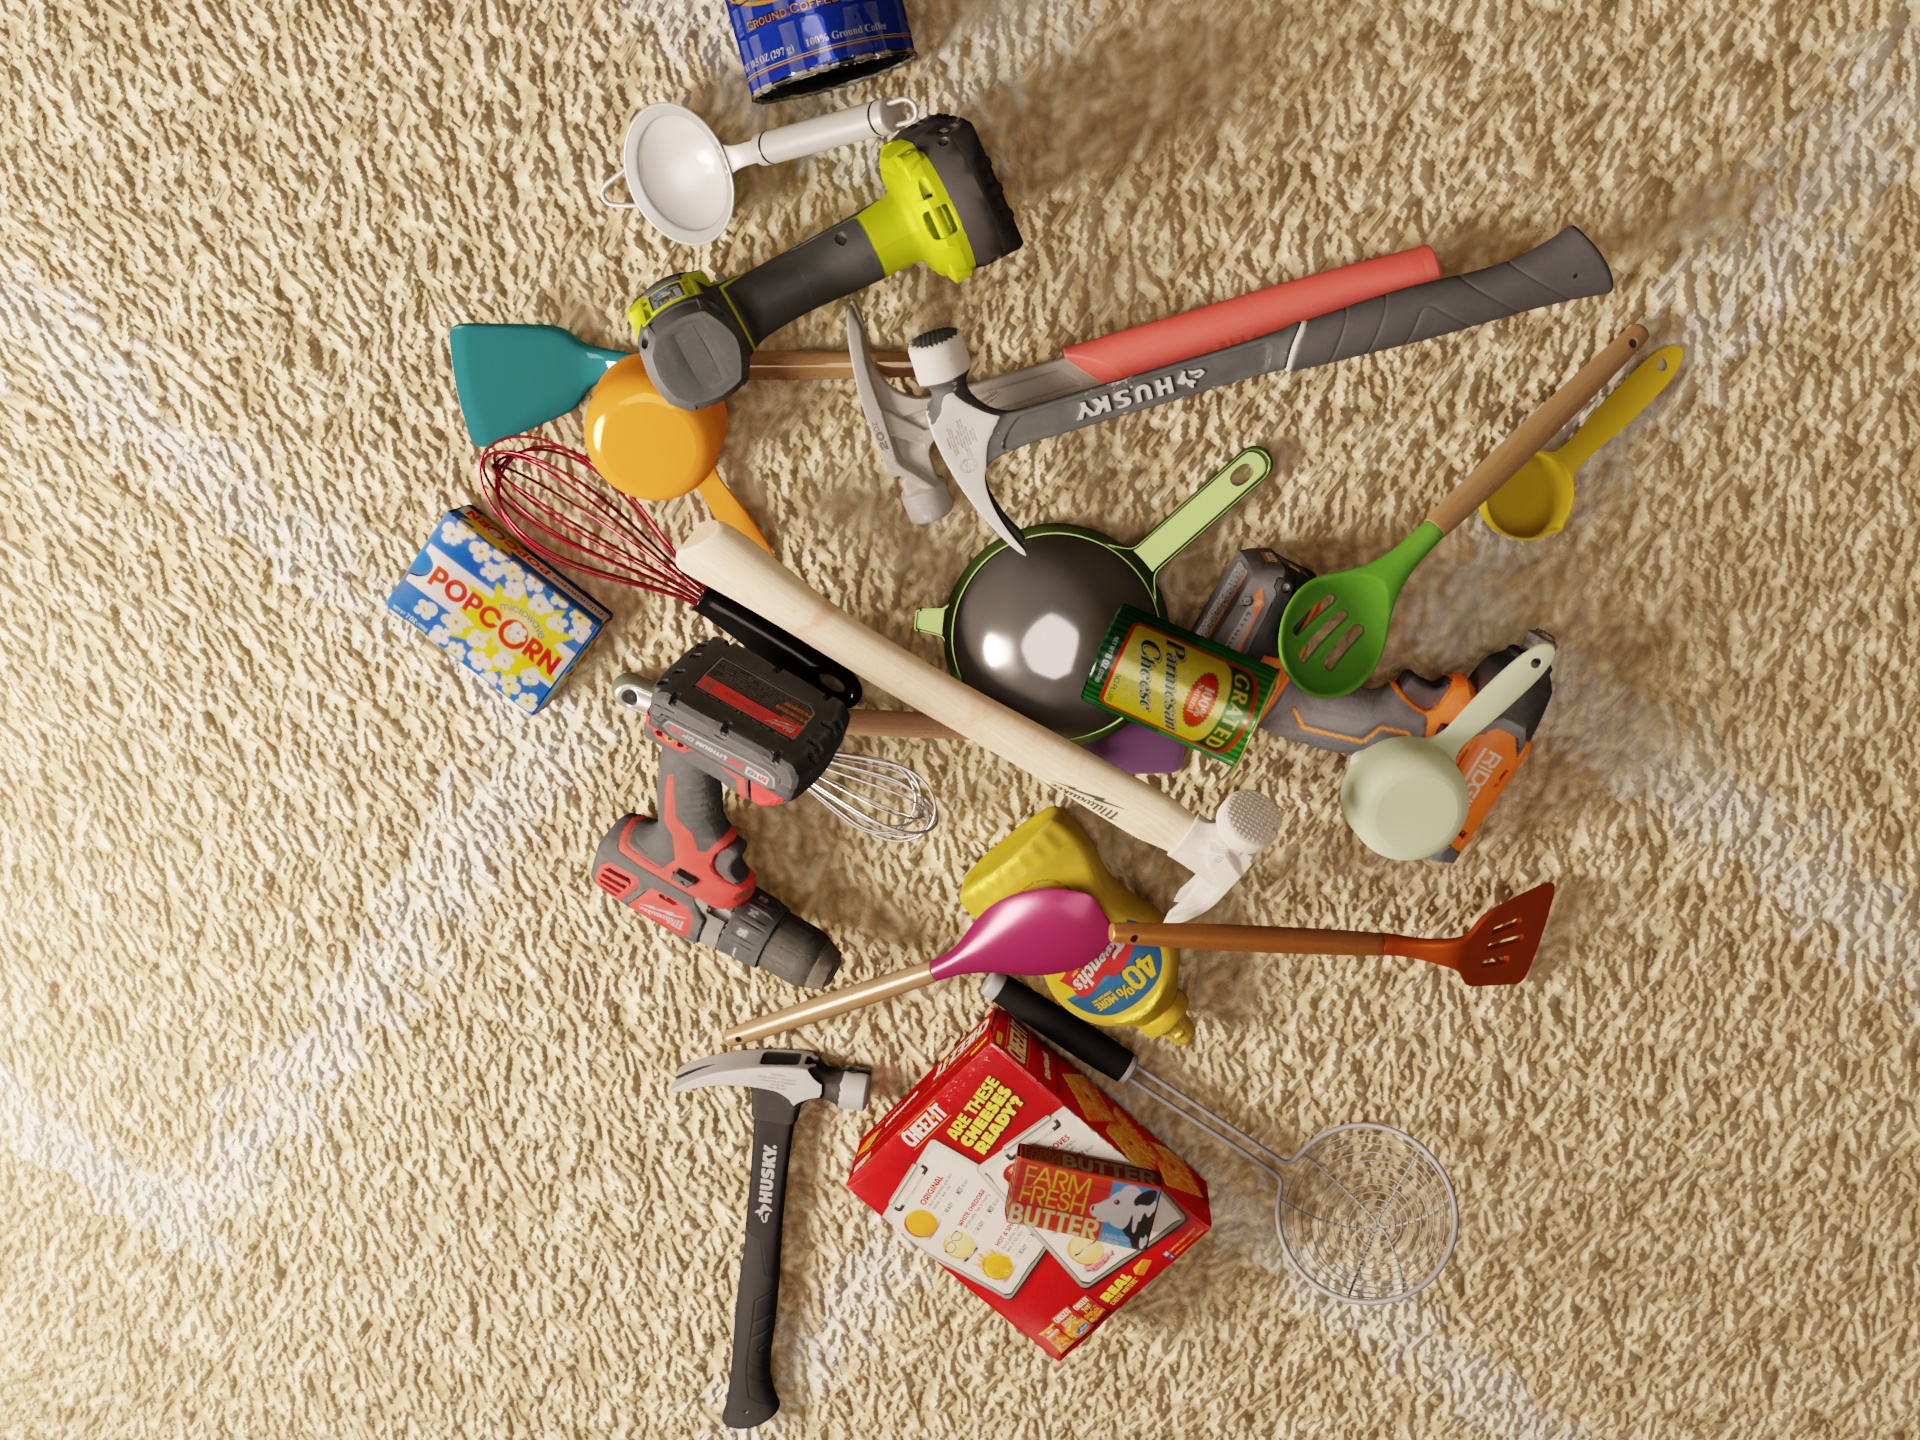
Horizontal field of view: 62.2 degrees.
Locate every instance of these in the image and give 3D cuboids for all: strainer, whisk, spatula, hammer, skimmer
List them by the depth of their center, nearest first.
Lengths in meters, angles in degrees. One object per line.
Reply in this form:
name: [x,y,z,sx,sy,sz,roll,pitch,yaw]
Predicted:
strainer: [-0.118,-0.336,0.940,0.258,0.050,0.086,5,123,42]
hammer: [0.183,-0.215,0.959,0.409,0.036,0.149,-14,119,8]
hammer: [0.114,-0.237,0.988,0.359,0.037,0.149,-15,118,9]
strainer: [0.100,-0.085,1.020,0.256,0.069,0.151,-41,93,11]
hammer: [-0.002,-0.003,1.022,0.410,0.038,0.146,31,147,3]
spatula: [-0.163,-0.223,1.025,0.317,0.044,0.082,0,120,4]
spatula: [0.252,0.143,1.055,0.322,0.041,0.081,4,112,-12]
whisk: [-0.190,-0.094,1.064,0.295,0.073,0.073,34,108,-12]
spatula: [-0.003,0.002,1.083,0.316,0.018,0.059,2,103,-2]
whisk: [-0.128,0.022,1.098,0.246,0.059,0.057,23,119,3]
skimmer: [0.177,0.279,1.125,0.363,0.090,0.127,33,76,-2]
hammer: [-0.158,0.405,1.227,0.146,0.035,0.334,8,108,2]

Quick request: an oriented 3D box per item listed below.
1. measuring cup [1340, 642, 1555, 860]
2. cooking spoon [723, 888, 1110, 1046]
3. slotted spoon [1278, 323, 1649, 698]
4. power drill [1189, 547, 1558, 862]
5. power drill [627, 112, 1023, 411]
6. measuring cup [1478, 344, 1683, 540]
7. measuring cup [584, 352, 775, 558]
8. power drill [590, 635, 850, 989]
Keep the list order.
measuring cup: [0.309,0.019,0.983,0.083,0.038,0.167,37,107,-15]
cooking spoon: [-0.039,0.184,1.120,0.319,0.017,0.068,-22,109,25]
slotted spoon: [0.307,-0.132,0.966,0.314,0.031,0.070,-44,101,-5]
power drill: [0.265,-0.023,1.028,0.226,0.084,0.164,27,107,-7]
power drill: [-0.089,-0.269,0.936,0.223,0.171,0.080,-28,117,-1]
measuring cup: [0.389,-0.177,1.000,0.156,0.029,0.062,-45,99,4]
measuring cup: [-0.172,-0.152,1.025,0.095,0.052,0.173,-28,117,15]
power drill: [-0.144,0.076,1.065,0.188,0.080,0.226,29,130,6]
